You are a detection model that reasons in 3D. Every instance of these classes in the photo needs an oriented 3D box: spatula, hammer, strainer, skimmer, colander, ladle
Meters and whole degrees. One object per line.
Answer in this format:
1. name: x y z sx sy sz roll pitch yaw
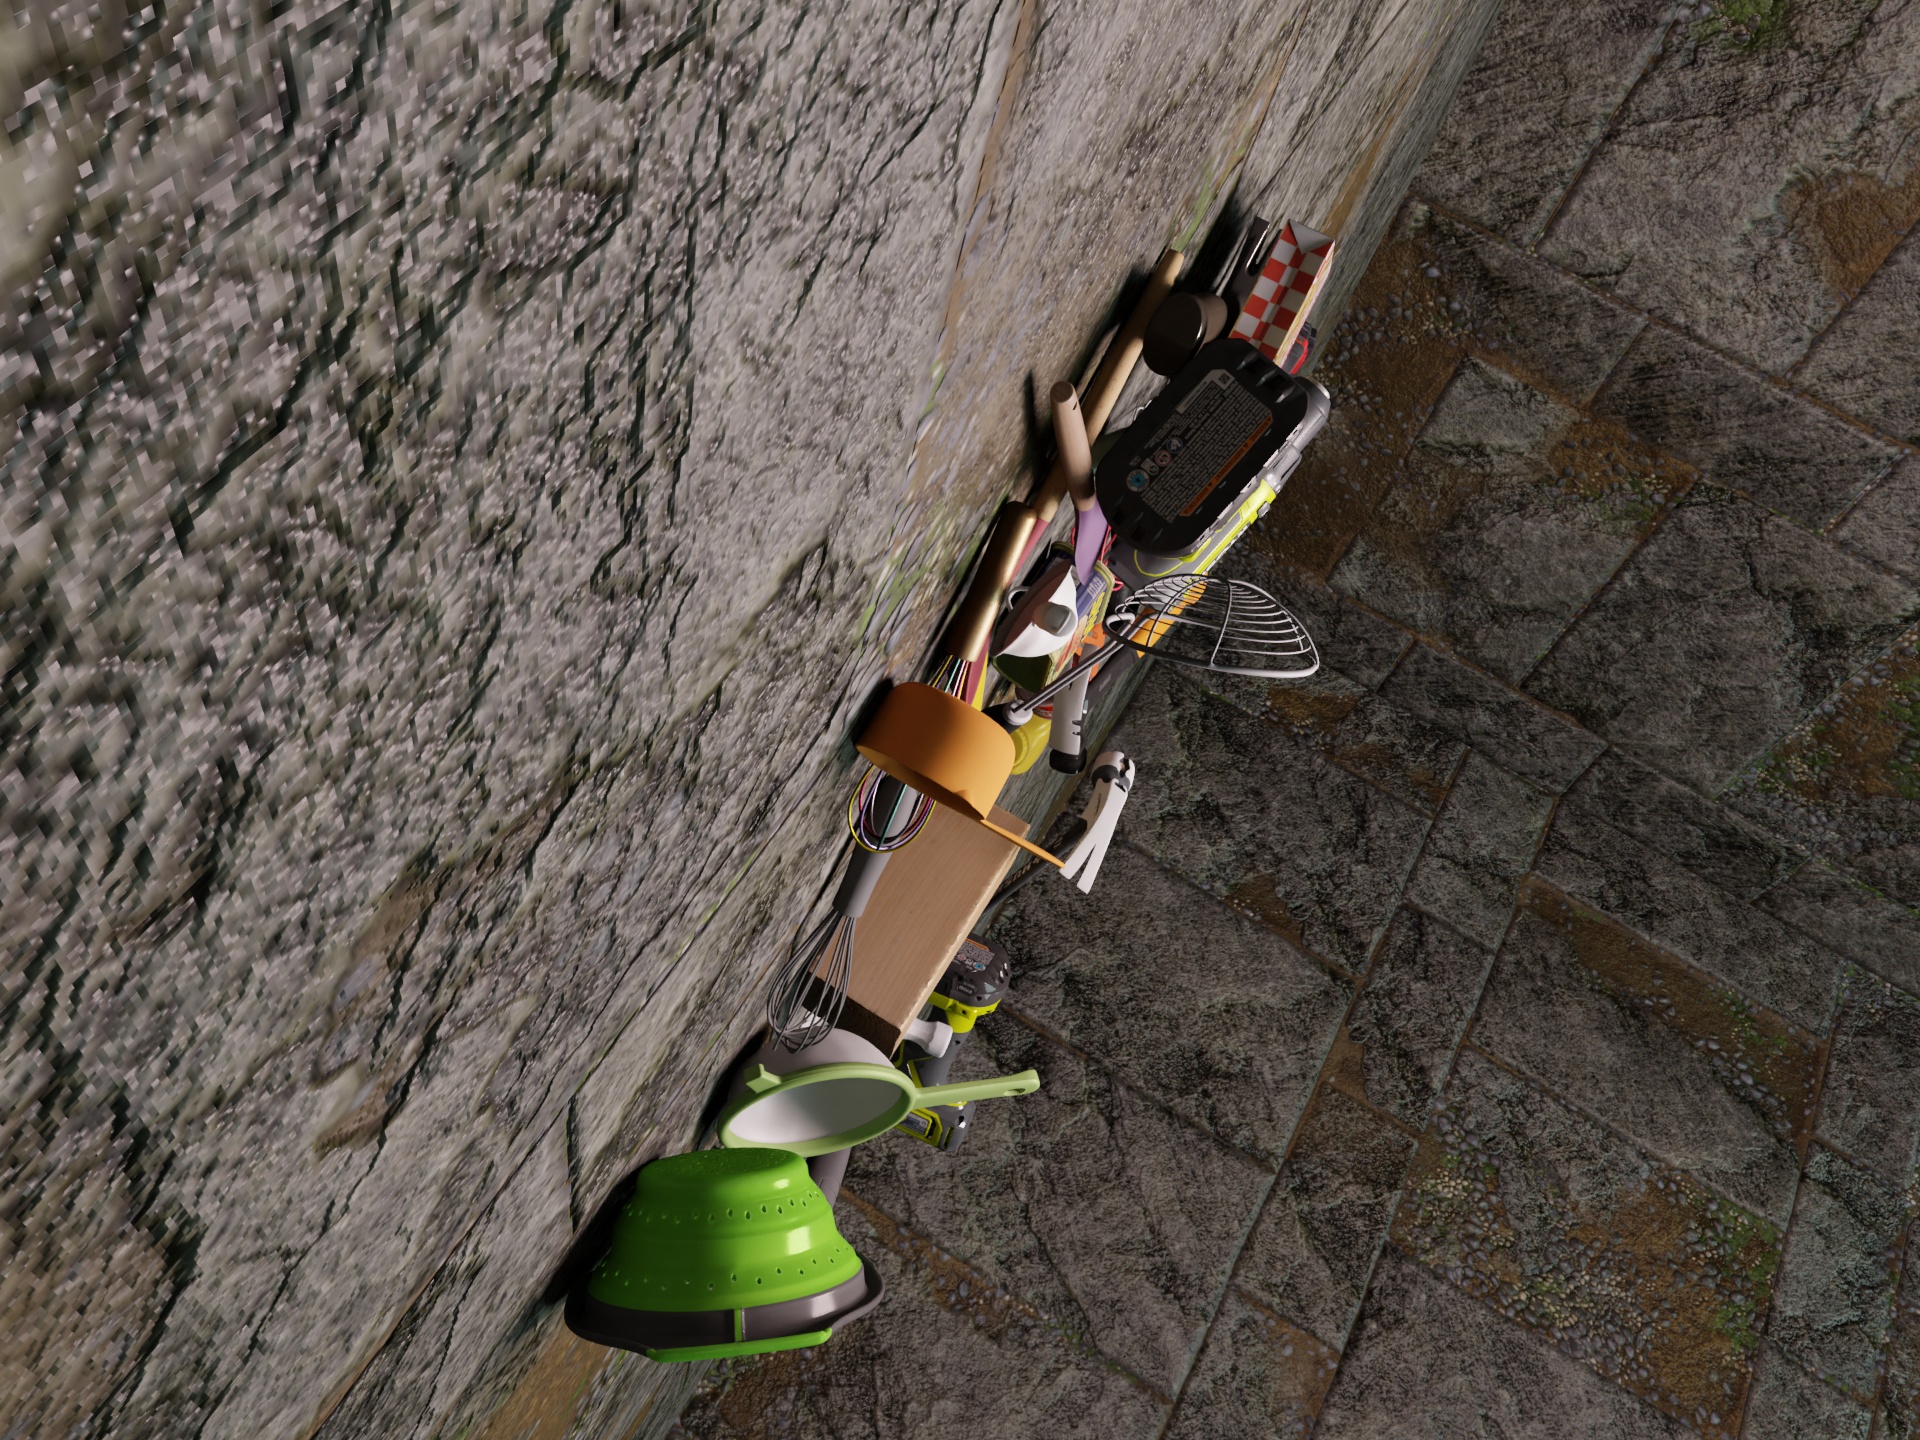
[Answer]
1. spatula: 0.075 -0.145 0.974 0.315 0.018 0.060 48 65 -77
2. spatula: 0.104 -0.100 1.428 0.322 0.041 0.081 41 60 -81
3. hammer: 0.004 0.184 1.431 0.409 0.036 0.149 -43 -166 34
4. strainer: -0.064 0.269 1.221 0.151 0.256 0.069 114 -33 -48
5. skimmer: 0.077 -0.001 1.040 0.127 0.090 0.363 -2 160 -35
6. strainer: 0.056 -0.065 1.023 0.087 0.050 0.258 -51 -176 4
7. colander: -0.171 0.340 1.111 0.397 0.204 0.094 157 -69 -76
8. hammer: 0.163 -0.081 1.470 0.337 0.034 0.127 -45 146 -51
9. hammer: -0.104 0.350 1.310 0.331 0.128 0.033 -69 -178 -53
10. ladle: 0.063 -0.152 1.010 0.315 0.031 0.069 -63 177 10
11. hammer: 0.178 -0.290 1.116 0.146 0.038 0.411 -63 175 18

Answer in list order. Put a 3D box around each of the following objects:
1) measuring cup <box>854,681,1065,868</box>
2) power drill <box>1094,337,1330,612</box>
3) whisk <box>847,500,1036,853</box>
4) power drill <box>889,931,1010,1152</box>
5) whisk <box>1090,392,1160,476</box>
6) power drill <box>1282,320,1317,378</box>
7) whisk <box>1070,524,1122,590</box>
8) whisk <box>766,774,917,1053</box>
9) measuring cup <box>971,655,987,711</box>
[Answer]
1. measuring cup: 0.016 0.034 0.951 0.095 0.173 0.052 17 -103 53
2. power drill: 0.170 -0.165 1.034 0.190 0.080 0.228 -48 170 6
3. whisk: -0.012 -0.022 0.983 0.245 0.047 0.051 -67 169 17
4. power drill: -0.049 0.312 1.604 0.080 0.171 0.223 -45 155 -63
5. whisk: 0.126 -0.202 1.164 0.246 0.058 0.059 -36 121 -63
6. power drill: 0.231 -0.243 1.364 0.143 0.078 0.220 119 -8 -56
7. whisk: 0.147 -0.180 1.348 0.073 0.073 0.296 -64 176 31
8. whisk: -0.080 0.130 1.107 0.239 0.055 0.055 -66 171 14
9. measuring cup: -0.002 -0.004 1.201 0.062 0.029 0.156 -52 158 -45
